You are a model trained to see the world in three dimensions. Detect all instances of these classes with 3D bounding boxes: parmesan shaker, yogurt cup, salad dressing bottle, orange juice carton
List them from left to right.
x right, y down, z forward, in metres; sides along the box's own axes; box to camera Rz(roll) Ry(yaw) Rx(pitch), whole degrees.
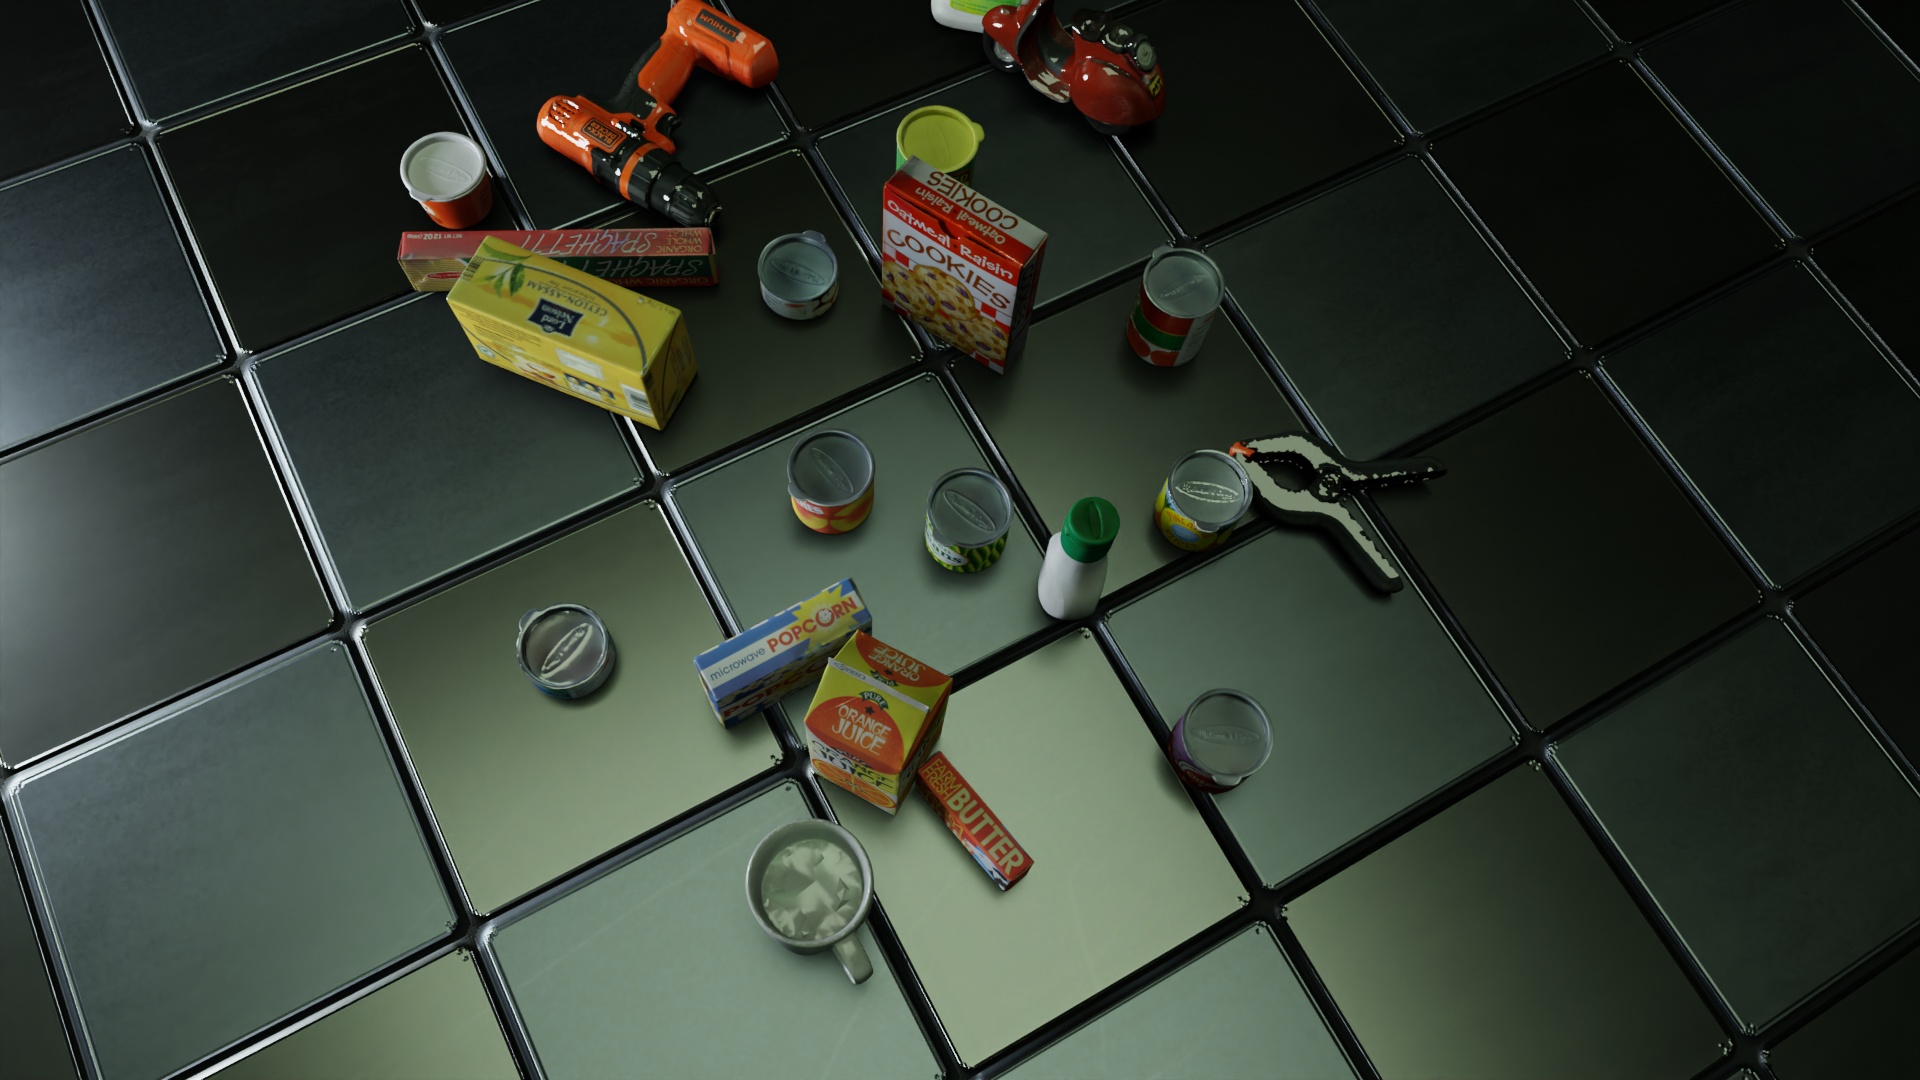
[{"bbox_3d":[-0.424,-0.297,1.158,0.072,0.053,0.072,1,68,-3],"label":"yogurt cup"},{"bbox_3d":[-0.055,0.122,0.938,0.072,0.192,0.073,27,69,7],"label":"orange juice carton"},{"bbox_3d":[-0.019,-0.304,1.163,0.071,0.102,0.071,1,68,-3],"label":"parmesan shaker"},{"bbox_3d":[0.087,0.013,1.016,0.044,0.147,0.064,-5,69,-6],"label":"salad dressing bottle"}]

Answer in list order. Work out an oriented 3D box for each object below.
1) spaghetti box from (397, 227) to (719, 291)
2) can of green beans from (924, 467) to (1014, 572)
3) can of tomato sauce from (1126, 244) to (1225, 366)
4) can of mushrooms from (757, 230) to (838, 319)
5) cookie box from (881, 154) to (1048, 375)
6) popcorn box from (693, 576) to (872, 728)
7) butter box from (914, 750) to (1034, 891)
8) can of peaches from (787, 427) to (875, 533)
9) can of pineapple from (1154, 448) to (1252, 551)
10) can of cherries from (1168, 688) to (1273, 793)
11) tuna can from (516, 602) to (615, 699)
[{"bbox_3d":[-0.325,-0.230,1.140,0.250,0.050,0.029,-2,68,-5],"label":"spaghetti box"},{"bbox_3d":[0.006,-0.015,1.071,0.071,0.057,0.071,1,68,-3],"label":"can of green beans"},{"bbox_3d":[0.174,-0.192,1.141,0.071,0.082,0.071,1,68,-3],"label":"can of tomato sauce"},{"bbox_3d":[-0.133,-0.221,1.158,0.071,0.033,0.071,1,68,-3],"label":"can of mushrooms"},{"bbox_3d":[-0.001,-0.211,1.091,0.123,0.166,0.040,32,70,9],"label":"cookie box"},{"bbox_3d":[-0.126,0.083,1.007,0.127,0.085,0.038,-28,73,-14],"label":"popcorn box"},{"bbox_3d":[0.008,0.200,0.986,0.024,0.053,0.103,-38,75,-17],"label":"butter box"},{"bbox_3d":[-0.101,-0.044,1.075,0.071,0.058,0.071,1,68,-3],"label":"can of peaches"},{"bbox_3d":[0.189,-0.029,1.089,0.071,0.057,0.071,1,68,-3],"label":"can of pineapple"},{"bbox_3d":[0.188,0.150,1.016,0.071,0.058,0.072,1,68,-3],"label":"can of cherries"},{"bbox_3d":[-0.292,0.080,1.024,0.071,0.032,0.071,1,68,-3],"label":"tuna can"}]
